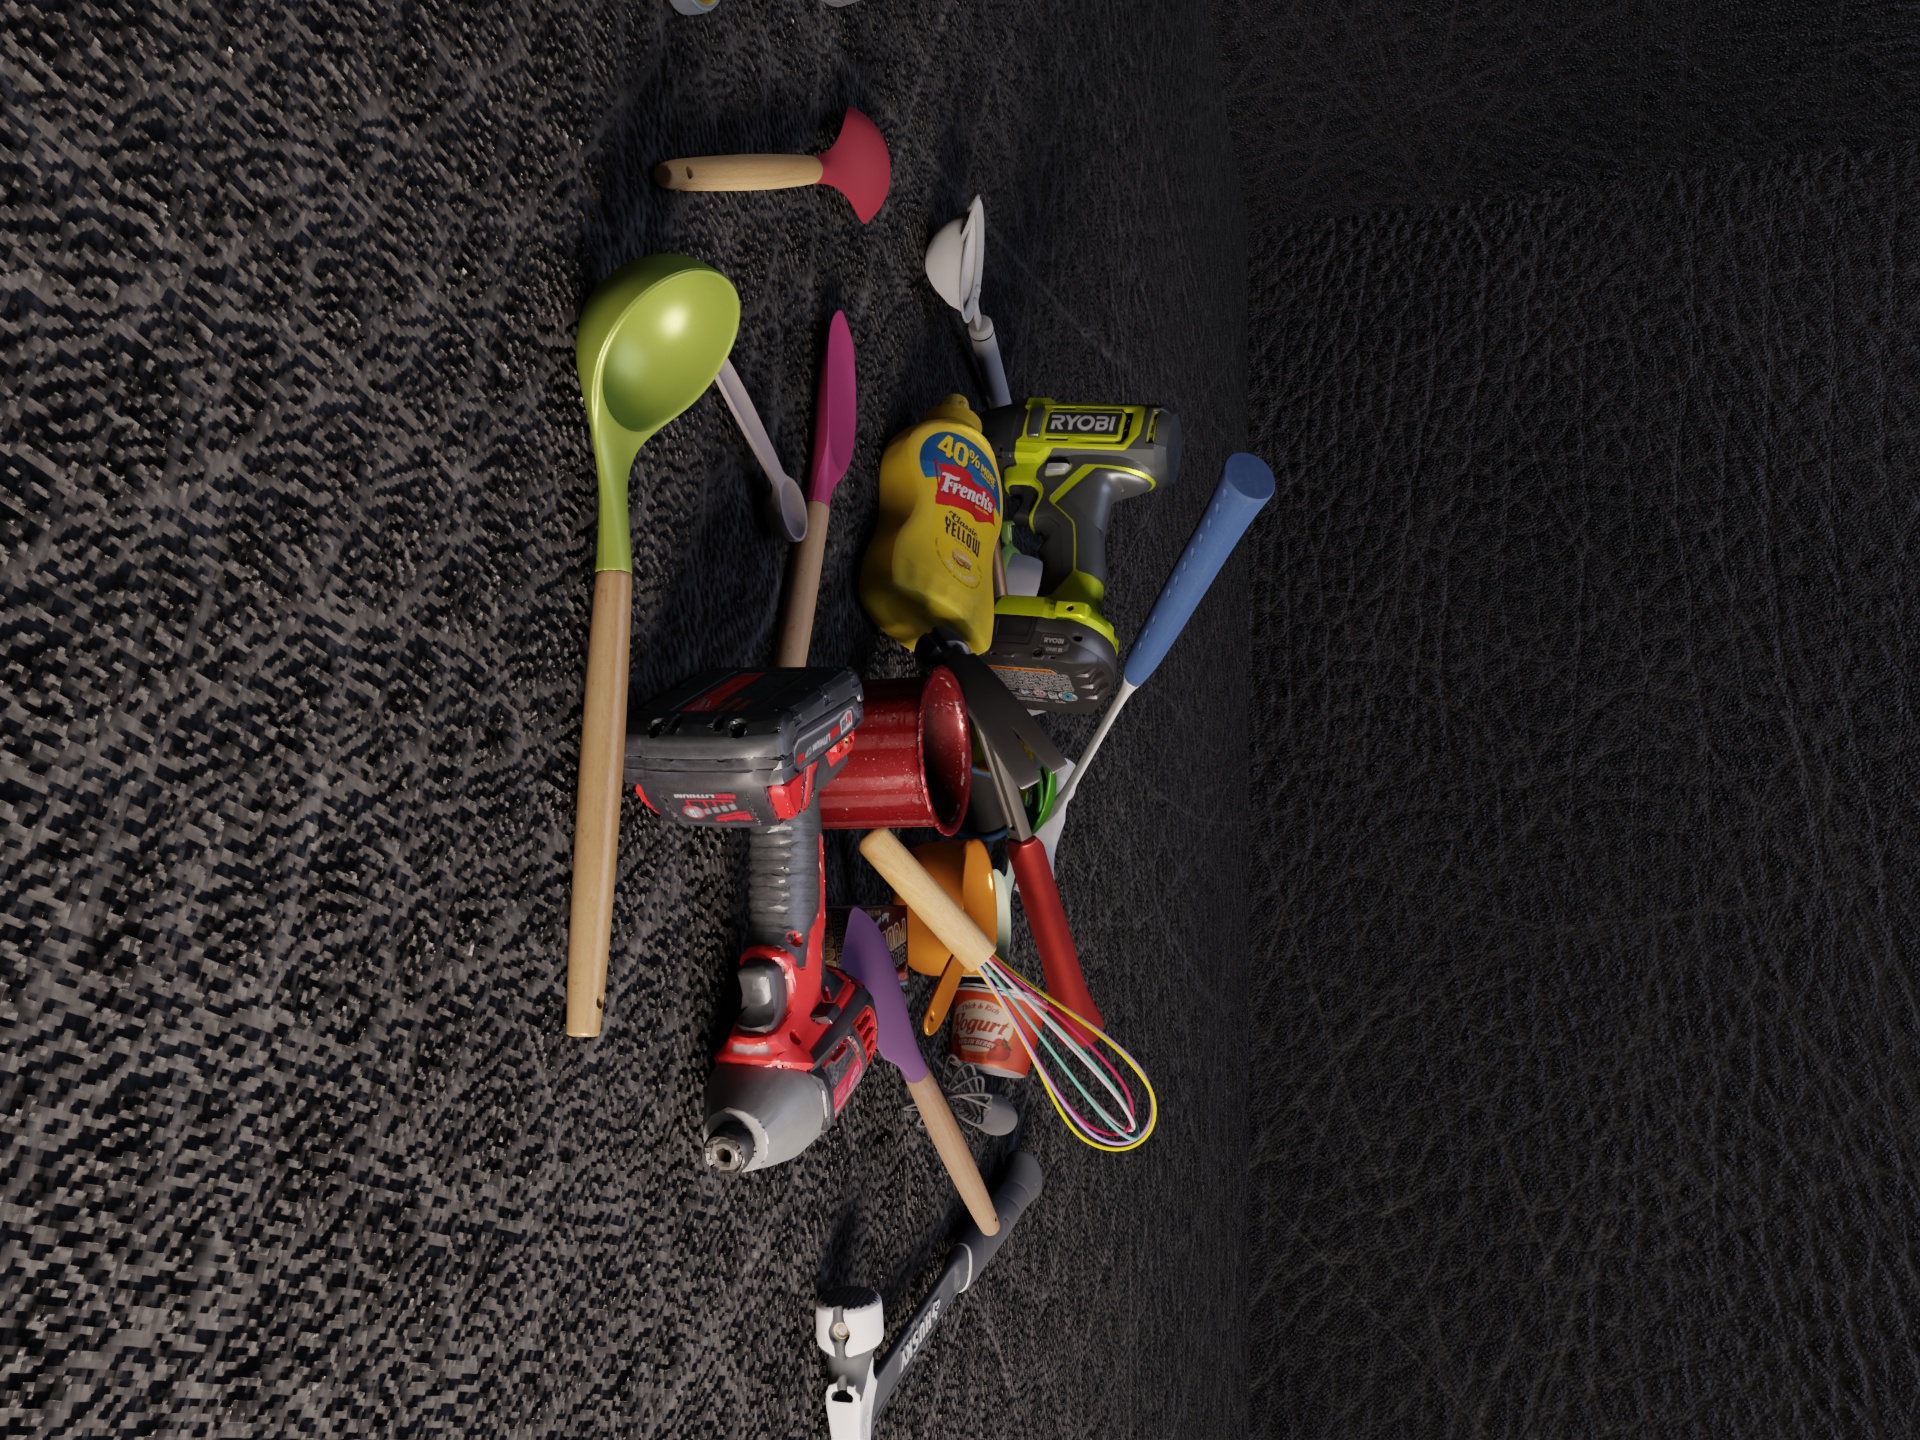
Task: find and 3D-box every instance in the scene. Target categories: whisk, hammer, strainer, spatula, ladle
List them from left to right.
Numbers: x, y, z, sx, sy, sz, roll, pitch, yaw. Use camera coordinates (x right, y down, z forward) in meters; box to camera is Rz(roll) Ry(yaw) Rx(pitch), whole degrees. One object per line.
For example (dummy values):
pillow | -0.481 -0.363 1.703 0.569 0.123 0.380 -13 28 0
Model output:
ladle | -0.131 -0.034 0.645 0.078 0.062 0.320 26 64 -71
ladle | -0.093 -0.304 0.874 0.315 0.031 0.069 -50 135 -64
spatula | -0.019 0.218 0.933 0.060 0.018 0.315 -80 158 -45
hammer | -0.005 0.369 1.034 0.409 0.036 0.149 -13 101 -74
whisk | 0.008 0.265 1.086 0.238 0.055 0.055 56 34 -68
strainer | 0.012 -0.301 1.201 0.258 0.050 0.087 68 31 -62
whisk | 0.025 0.159 0.929 0.245 0.047 0.051 48 27 -3
hammer | 0.052 0.107 1.035 0.149 0.036 0.358 52 -15 46
strainer | 0.064 -0.029 1.260 0.151 0.069 0.257 71 20 -48
hammer | 0.119 -0.022 1.116 0.405 0.035 0.144 115 -7 -48

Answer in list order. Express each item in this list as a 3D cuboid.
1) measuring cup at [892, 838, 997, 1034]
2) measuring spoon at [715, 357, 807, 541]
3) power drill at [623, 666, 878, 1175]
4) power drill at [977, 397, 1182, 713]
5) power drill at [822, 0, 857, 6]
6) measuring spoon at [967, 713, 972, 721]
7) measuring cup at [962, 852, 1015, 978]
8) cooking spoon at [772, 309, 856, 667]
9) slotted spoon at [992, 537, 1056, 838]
measuring cup | -0.020 0.140 0.987 0.174 0.052 0.095 -63 145 -60
measuring spoon | -0.110 -0.143 0.815 0.034 0.018 0.124 -79 152 -48
power drill | -0.090 0.093 0.733 0.143 0.078 0.219 -45 133 -68
power drill | 0.051 -0.124 1.109 0.080 0.171 0.223 60 40 -58
power drill | -0.092 -0.508 0.801 0.226 0.084 0.186 47 34 -52
measuring spoon | -0.002 -0.004 1.128 0.128 0.021 0.042 44 46 -69
measuring cup | 0.017 0.118 1.149 0.168 0.038 0.083 -71 153 -56
cooking spoon | -0.084 -0.097 0.878 0.068 0.017 0.319 72 21 -59
slotted spoon | 0.031 -0.067 1.174 0.031 0.070 0.314 -2 78 -32
